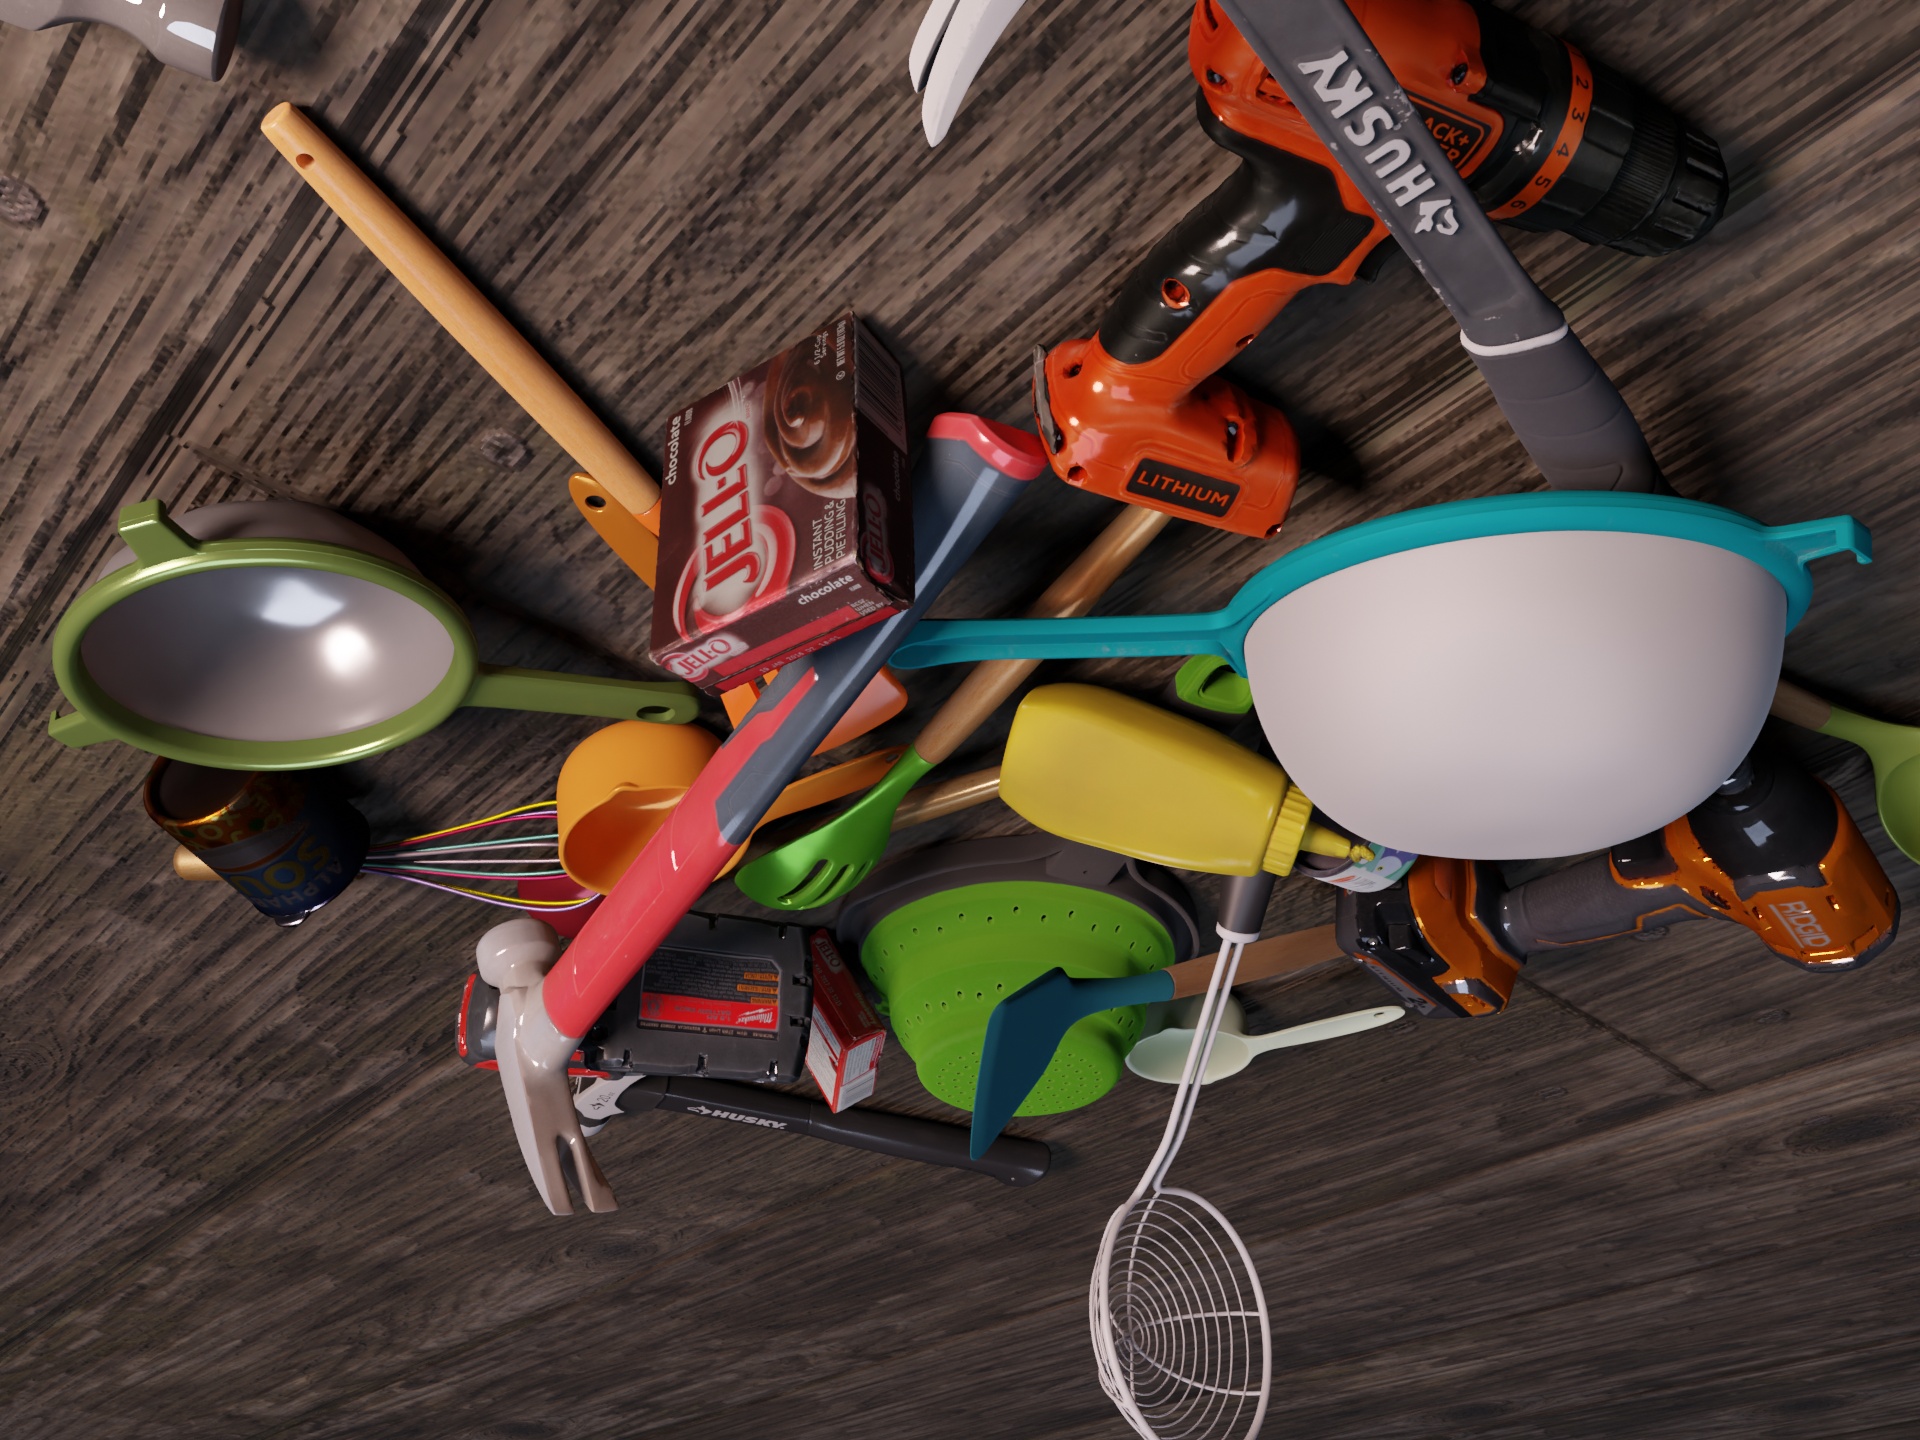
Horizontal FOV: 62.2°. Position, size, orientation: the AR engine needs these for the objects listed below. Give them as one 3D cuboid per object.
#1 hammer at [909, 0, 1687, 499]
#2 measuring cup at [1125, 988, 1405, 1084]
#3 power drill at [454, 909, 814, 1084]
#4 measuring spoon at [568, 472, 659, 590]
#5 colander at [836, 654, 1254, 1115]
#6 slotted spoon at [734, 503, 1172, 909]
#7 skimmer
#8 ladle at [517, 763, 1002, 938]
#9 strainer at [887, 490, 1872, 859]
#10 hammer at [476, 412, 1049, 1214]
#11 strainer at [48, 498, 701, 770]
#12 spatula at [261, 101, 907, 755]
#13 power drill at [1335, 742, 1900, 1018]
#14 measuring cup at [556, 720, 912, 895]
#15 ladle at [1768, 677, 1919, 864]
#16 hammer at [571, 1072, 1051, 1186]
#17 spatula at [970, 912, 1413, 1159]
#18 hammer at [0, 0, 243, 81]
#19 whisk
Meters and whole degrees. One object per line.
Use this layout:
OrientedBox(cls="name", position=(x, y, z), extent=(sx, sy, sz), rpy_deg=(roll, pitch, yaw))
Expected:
OrientedBox(cls="hammer", position=(0.150, -0.120, 0.464), extent=(0.149, 0.036, 0.408), rpy_deg=(-29, 145, 27))
OrientedBox(cls="measuring cup", position=(0.178, 0.176, 0.950), extent=(0.167, 0.038, 0.083), rpy_deg=(-15, 140, 17))
OrientedBox(cls="power drill", position=(-0.158, 0.162, 0.869), extent=(0.187, 0.080, 0.226), rpy_deg=(12, 160, -29))
OrientedBox(cls="measuring spoon", position=(-0.127, -0.061, 0.657), extent=(0.021, 0.011, 0.116), rpy_deg=(-14, 141, 18))
OrientedBox(cls="colander", position=(0.058, 0.109, 0.812), extent=(0.204, 0.095, 0.396), rpy_deg=(12, 142, -15))
OrientedBox(cls="slotted spoon", position=(-0.001, -0.002, 0.687), extent=(0.070, 0.031, 0.313), rpy_deg=(4, 140, -44))
OrientedBox(cls="skimmer", position=(0.136, 0.164, 0.730), extent=(0.090, 0.363, 0.127), rpy_deg=(24, -163, 38))
OrientedBox(cls="ladle", position=(-0.099, 0.067, 0.807), extent=(0.315, 0.031, 0.069), rpy_deg=(-18, 144, 24))
OrientedBox(cls="strainer", position=(0.141, 0.002, 0.597), extent=(0.340, 0.095, 0.210), rpy_deg=(-1, 162, 4))
OrientedBox(cls="hammer", position=(-0.085, 0.040, 0.630), extent=(0.038, 0.143, 0.386), rpy_deg=(10, 131, -42))
OrientedBox(cls="strainer", position=(-0.228, -0.040, 0.657), extent=(0.256, 0.069, 0.151), rpy_deg=(7, 145, -36))
OrientedBox(cls="spatula", position=(-0.132, -0.092, 0.592), extent=(0.081, 0.041, 0.322), rpy_deg=(-23, 136, 19))
OrientedBox(cls="power drill", position=(0.295, 0.072, 0.745), extent=(0.226, 0.084, 0.164), rpy_deg=(-16, 141, 36))
OrientedBox(cls="measuring cup", position=(-0.106, 0.025, 0.746), extent=(0.173, 0.052, 0.095), rpy_deg=(-19, 142, 0))
OrientedBox(cls="ladle", position=(0.358, -0.001, 0.696), extent=(0.320, 0.062, 0.078), rpy_deg=(19, 147, -19))
OrientedBox(cls="hammer", position=(-0.090, 0.271, 1.080), extent=(0.334, 0.035, 0.146), rpy_deg=(17, 141, -21))
OrientedBox(cls="spatula", position=(0.128, 0.133, 0.788), extent=(0.317, 0.044, 0.082), rpy_deg=(-8, 117, -32))
OrientedBox(cls="hammer", position=(-0.208, -0.296, 0.328), extent=(0.130, 0.031, 0.331), rpy_deg=(15, 140, -19))
OrientedBox(cls="whisk", position=(-0.286, 0.067, 0.813), extent=(0.245, 0.051, 0.047), rpy_deg=(-1, 122, 9))
